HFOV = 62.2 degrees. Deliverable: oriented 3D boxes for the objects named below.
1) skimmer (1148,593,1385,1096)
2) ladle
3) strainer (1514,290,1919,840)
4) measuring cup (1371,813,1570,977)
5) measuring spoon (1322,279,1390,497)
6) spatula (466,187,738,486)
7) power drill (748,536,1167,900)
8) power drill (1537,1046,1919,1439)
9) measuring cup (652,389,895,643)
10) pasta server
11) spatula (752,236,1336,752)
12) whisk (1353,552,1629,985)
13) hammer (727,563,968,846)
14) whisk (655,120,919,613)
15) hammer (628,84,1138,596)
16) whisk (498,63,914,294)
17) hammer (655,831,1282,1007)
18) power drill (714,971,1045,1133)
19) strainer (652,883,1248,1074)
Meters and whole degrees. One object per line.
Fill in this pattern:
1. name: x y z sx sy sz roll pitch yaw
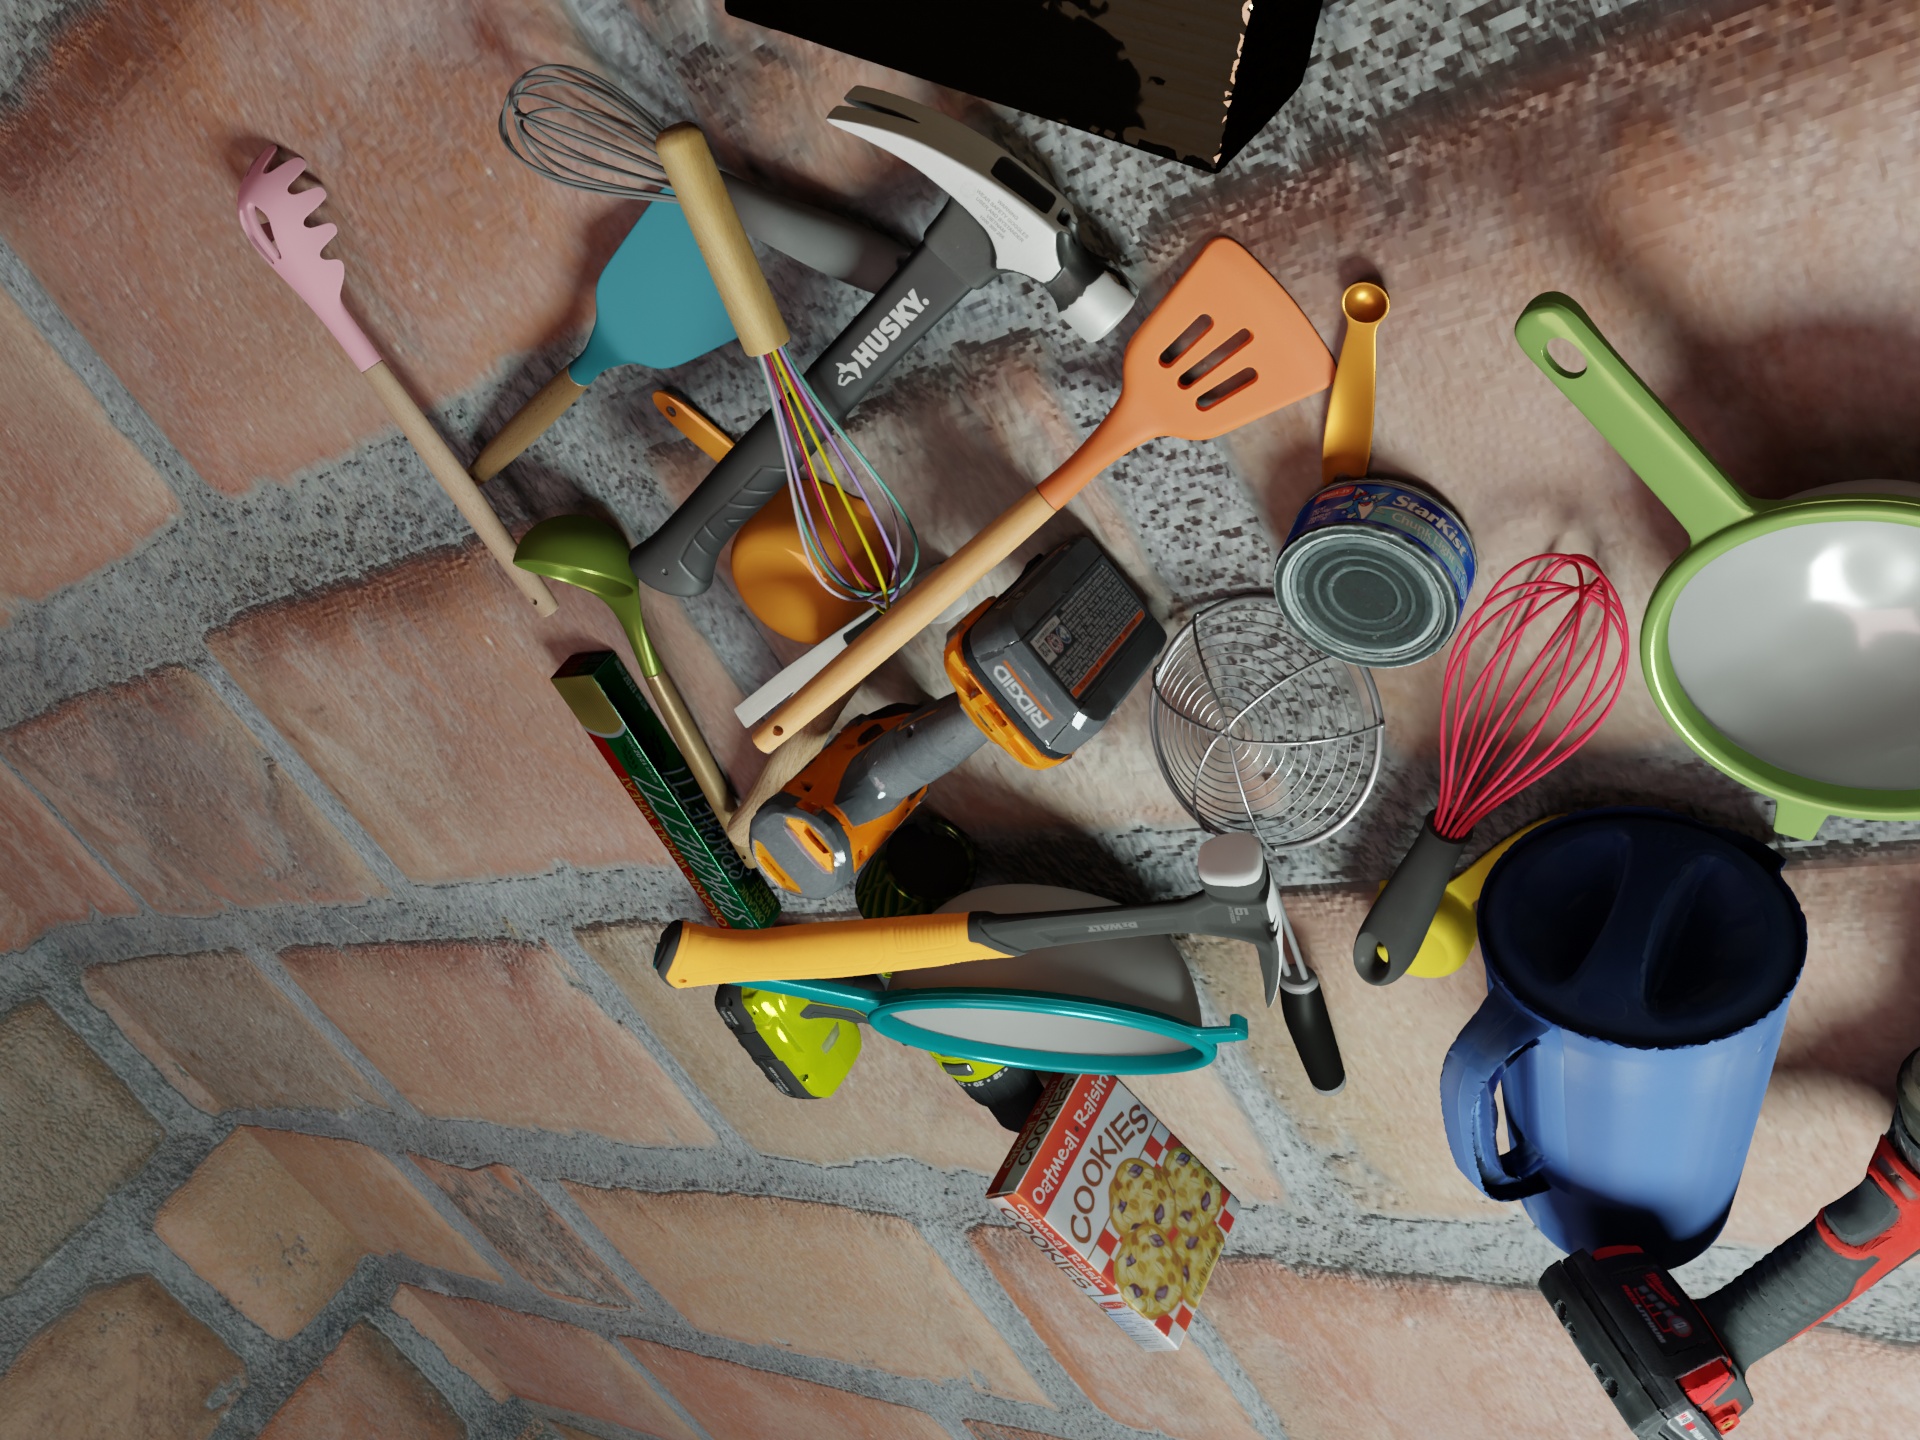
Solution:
1. skimmer: 0.189 0.087 0.877 0.127 0.090 0.362 15 148 34
2. ladle: -0.203 -0.005 1.068 0.078 0.062 0.319 8 136 32
3. strainer: 0.304 -0.074 0.591 0.256 0.069 0.151 44 144 -7
4. measuring cup: 0.264 0.091 0.818 0.062 0.029 0.156 37 145 1
5. measuring spoon: 0.169 -0.138 0.681 0.021 0.011 0.116 15 141 19
6. spatula: -0.220 -0.195 0.915 0.082 0.044 0.317 49 145 -16
7. power drill: -0.001 -0.003 0.850 0.084 0.164 0.226 50 129 -6
8. power drill: 0.385 0.237 0.723 0.226 0.080 0.187 -35 135 8
9. measuring cup: -0.118 -0.113 0.891 0.173 0.052 0.095 41 142 -8
10. pasta server: -0.340 -0.199 0.981 0.060 0.040 0.316 -10 121 43
11. spatula: 0.021 -0.085 0.729 0.322 0.041 0.081 -40 102 15
12. whisk: 0.237 0.038 0.749 0.073 0.073 0.295 26 139 14
13. hammer: -0.099 0.015 0.978 0.031 0.130 0.331 52 151 7
14. whisk: -0.076 -0.151 0.723 0.051 0.047 0.244 -15 122 13
15. hammer: -0.075 -0.156 0.773 0.146 0.035 0.334 40 135 -15
16. whisk: -0.115 -0.253 0.759 0.239 0.055 0.055 26 141 7
17. hammer: -0.001 0.118 0.842 0.337 0.034 0.127 -6 141 15
18. power drill: -0.053 0.228 1.172 0.228 0.080 0.190 -8 123 39
19. strainer: -0.008 0.139 0.959 0.340 0.095 0.211 13 159 -11
